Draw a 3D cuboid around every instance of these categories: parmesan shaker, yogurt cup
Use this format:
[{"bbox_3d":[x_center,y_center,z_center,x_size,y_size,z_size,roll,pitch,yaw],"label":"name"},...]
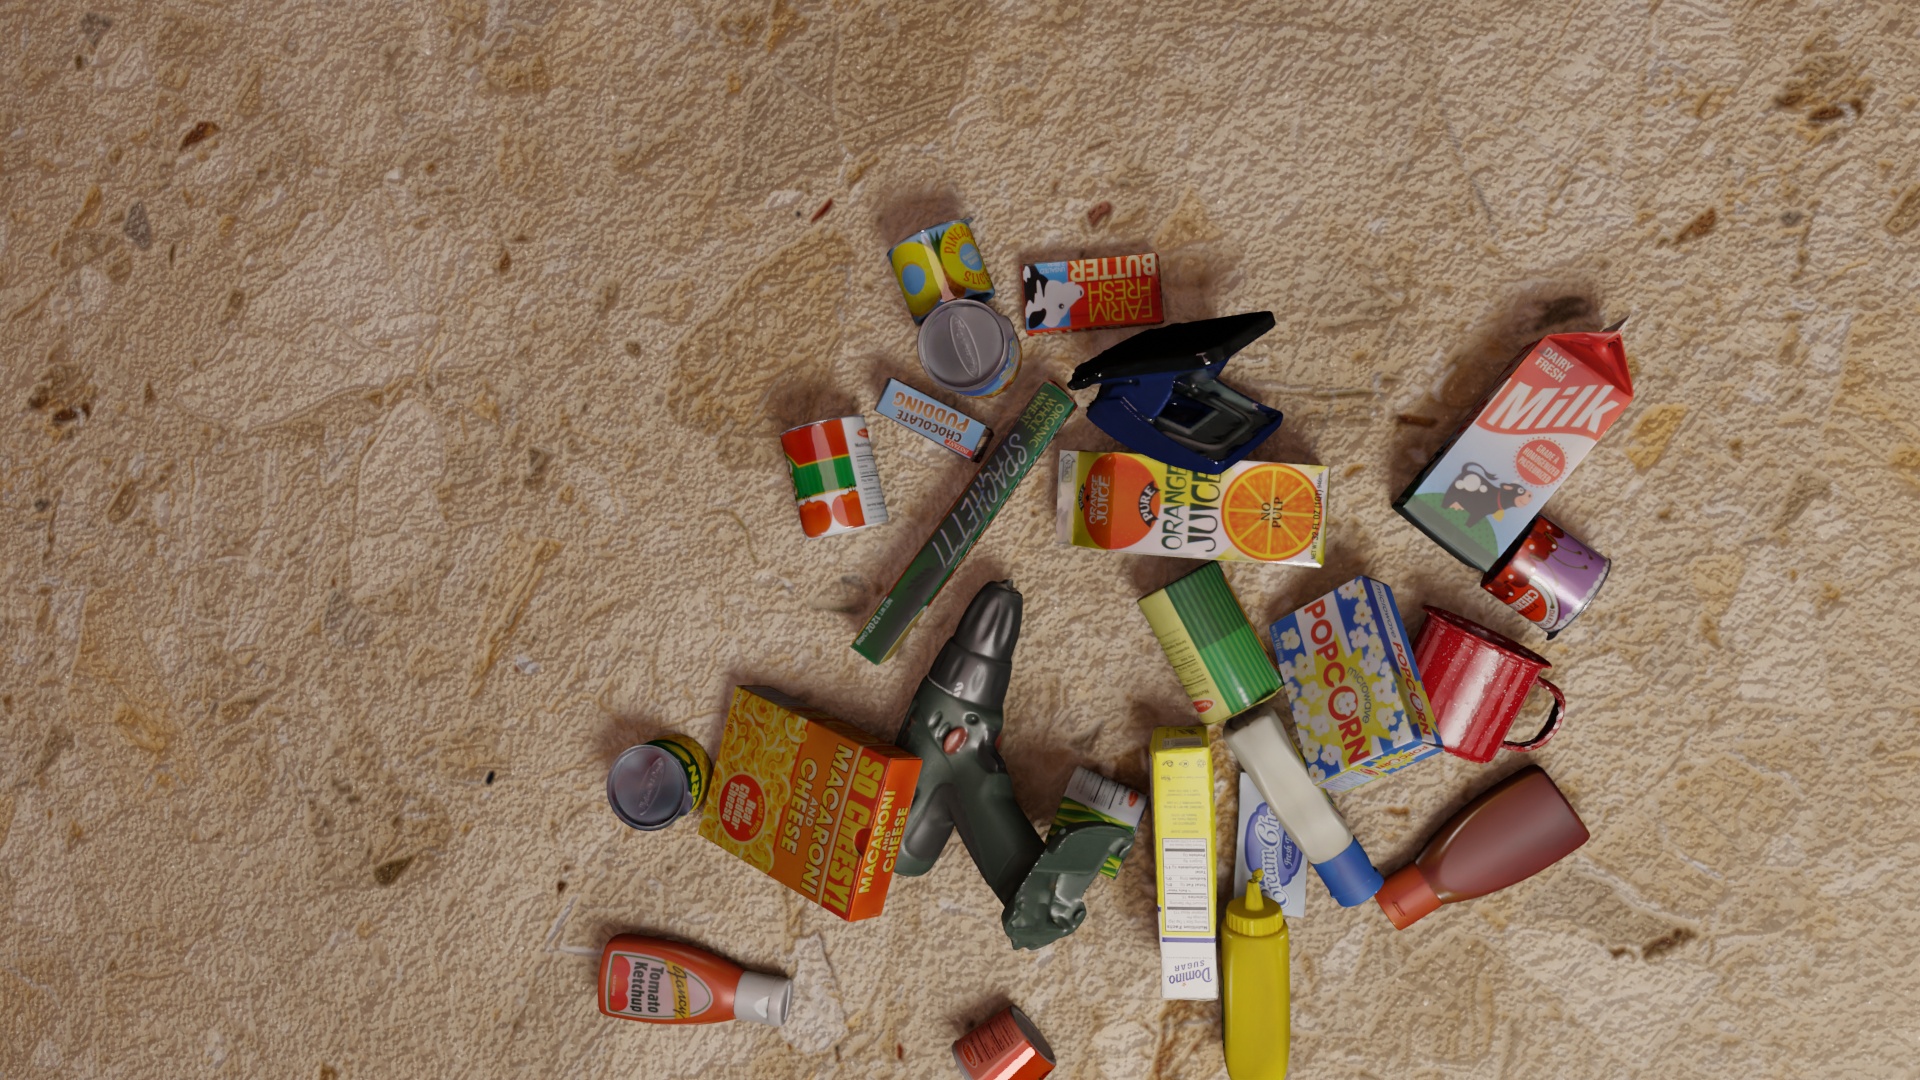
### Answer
[{"bbox_3d":[0.182,0.072,1.002,0.071,0.071,0.103,-29,86,10],"label":"parmesan shaker"},{"bbox_3d":[0.035,0.387,1.038,0.054,0.072,0.072,-41,84,1],"label":"yogurt cup"}]

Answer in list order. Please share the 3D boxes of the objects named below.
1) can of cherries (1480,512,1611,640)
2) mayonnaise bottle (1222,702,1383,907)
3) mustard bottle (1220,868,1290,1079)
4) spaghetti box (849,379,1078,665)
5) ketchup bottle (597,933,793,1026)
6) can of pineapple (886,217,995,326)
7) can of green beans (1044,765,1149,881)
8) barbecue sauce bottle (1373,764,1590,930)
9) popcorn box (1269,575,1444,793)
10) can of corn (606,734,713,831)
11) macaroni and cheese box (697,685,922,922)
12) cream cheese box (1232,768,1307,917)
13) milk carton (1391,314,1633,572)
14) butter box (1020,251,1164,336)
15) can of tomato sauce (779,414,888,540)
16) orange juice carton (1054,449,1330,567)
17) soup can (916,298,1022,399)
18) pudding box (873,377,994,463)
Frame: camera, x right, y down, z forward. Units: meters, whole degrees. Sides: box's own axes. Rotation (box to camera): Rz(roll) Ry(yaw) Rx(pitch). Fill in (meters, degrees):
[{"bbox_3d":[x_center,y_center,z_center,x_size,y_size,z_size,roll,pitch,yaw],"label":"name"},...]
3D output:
[{"bbox_3d":[0.403,0.025,0.962,0.058,0.071,0.071,36,97,8],"label":"can of cherries"},{"bbox_3d":[0.240,0.185,0.974,0.041,0.065,0.148,-34,89,7],"label":"mayonnaise bottle"},{"bbox_3d":[0.211,0.307,0.994,0.049,0.065,0.159,-1,101,14],"label":"mustard bottle"},{"bbox_3d":[0.004,-0.013,1.042,0.029,0.050,0.249,37,97,5],"label":"spaghetti box"},{"bbox_3d":[-0.207,0.350,1.089,0.149,0.043,0.064,6,92,9],"label":"ketchup bottle"},{"bbox_3d":[-0.013,-0.199,1.033,0.071,0.071,0.058,-22,88,10],"label":"can of pineapple"},{"bbox_3d":[0.100,0.207,1.021,0.058,0.071,0.071,23,95,9],"label":"can of green beans"},{"bbox_3d":[0.364,0.223,0.986,0.148,0.044,0.065,-35,85,9],"label":"barbecue sauce bottle"},{"bbox_3d":[0.270,0.099,0.958,0.085,0.038,0.127,-36,50,37],"label":"popcorn box"},{"bbox_3d":[-0.231,0.189,1.083,0.071,0.058,0.071,0,91,10],"label":"can of corn"},{"bbox_3d":[-0.116,0.192,1.036,0.166,0.040,0.123,18,95,38],"label":"macaroni and cheese box"},{"bbox_3d":[0.229,0.221,1.019,0.053,0.024,0.103,3,91,11],"label":"cream cheese box"},{"bbox_3d":[0.391,-0.075,0.961,0.073,0.072,0.190,39,97,8],"label":"milk carton"},{"bbox_3d":[0.098,-0.183,1.036,0.103,0.024,0.053,-3,90,10],"label":"butter box"},{"bbox_3d":[-0.097,-0.047,1.052,0.071,0.071,0.083,-14,89,10],"label":"can of tomato sauce"},{"bbox_3d":[0.165,-0.025,1.002,0.193,0.073,0.071,4,93,10],"label":"orange juice carton"},{"bbox_3d":[0.011,-0.140,1.022,0.071,0.084,0.071,0,92,10],"label":"soup can"},{"bbox_3d":[-0.019,-0.090,1.045,0.084,0.050,0.030,28,94,8],"label":"pudding box"}]
